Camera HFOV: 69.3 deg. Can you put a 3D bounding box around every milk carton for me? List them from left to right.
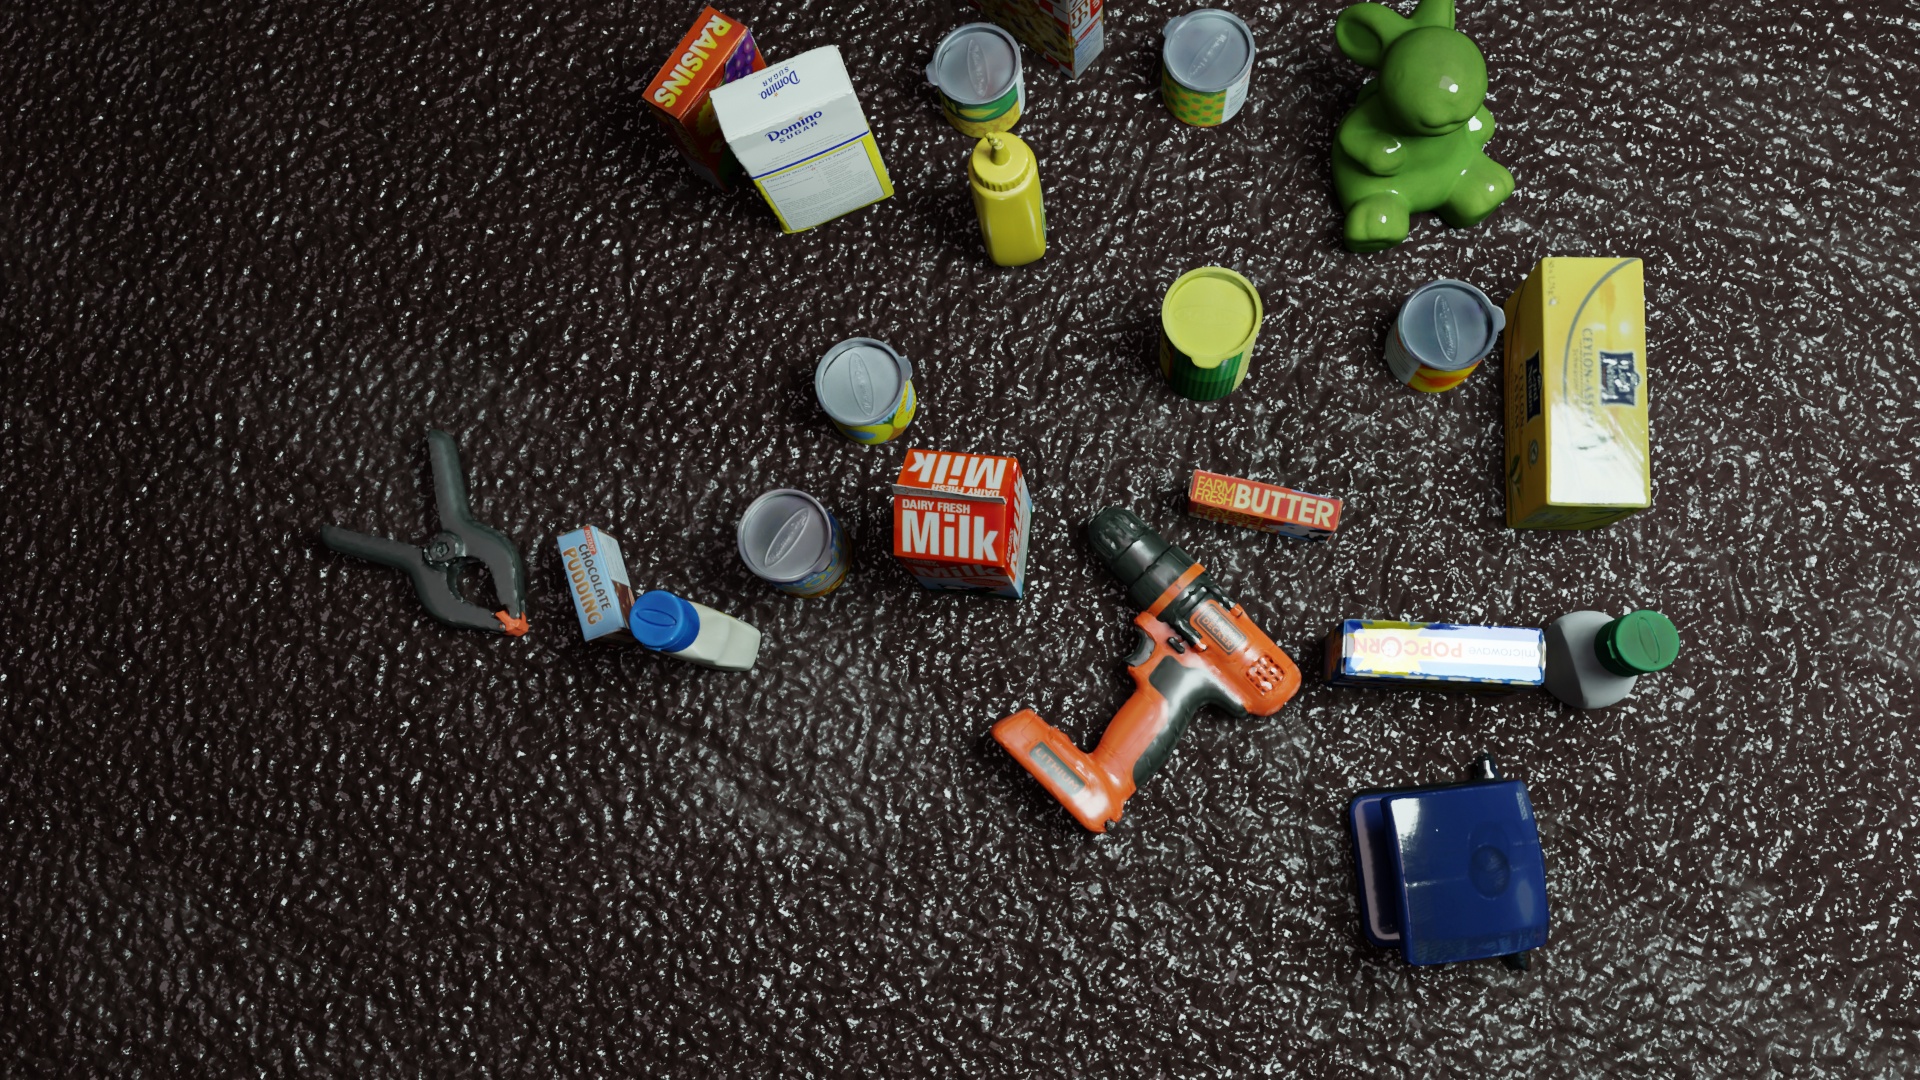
[{"bbox_3d":[0.003,-0.012,0.922,0.072,0.190,0.073,6,80,8],"label":"milk carton"}]

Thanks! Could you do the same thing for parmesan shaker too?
[{"bbox_3d":[0.172,-0.139,0.973,0.071,0.103,0.071,-1,79,6],"label":"parmesan shaker"}]

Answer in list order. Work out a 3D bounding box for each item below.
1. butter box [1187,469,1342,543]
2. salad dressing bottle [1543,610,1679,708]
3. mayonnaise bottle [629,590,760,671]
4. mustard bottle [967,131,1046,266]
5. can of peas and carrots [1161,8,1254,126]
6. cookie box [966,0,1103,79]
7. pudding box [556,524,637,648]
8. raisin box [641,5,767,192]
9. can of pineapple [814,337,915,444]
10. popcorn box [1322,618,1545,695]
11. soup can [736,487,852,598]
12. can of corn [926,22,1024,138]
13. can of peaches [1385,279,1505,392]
[{"bbox_3d":[0.211,-0.023,0.972,0.103,0.053,0.024,13,81,9],"label":"butter box"},{"bbox_3d":[0.409,0.072,0.882,0.044,0.147,0.064,-14,78,4],"label":"salad dressing bottle"},{"bbox_3d":[-0.184,0.062,0.949,0.065,0.148,0.041,13,81,9],"label":"mayonnaise bottle"},{"bbox_3d":[0.033,-0.247,0.981,0.049,0.160,0.065,-11,78,4],"label":"mustard bottle"},{"bbox_3d":[0.182,-0.353,1.038,0.071,0.058,0.071,-1,79,6],"label":"can of peas and carrots"},{"bbox_3d":[0.045,-0.423,1.011,0.123,0.167,0.040,40,86,12],"label":"cookie box"},{"bbox_3d":[-0.262,0.034,1.014,0.030,0.049,0.084,-20,77,2],"label":"pudding box"},{"bbox_3d":[-0.181,-0.327,1.039,0.040,0.123,0.086,34,85,11],"label":"raisin box"},{"bbox_3d":[-0.067,-0.108,1.017,0.071,0.058,0.071,-1,79,6],"label":"can of pineapple"},{"bbox_3d":[0.312,0.079,0.924,0.127,0.085,0.038,3,80,7],"label":"popcorn box"},{"bbox_3d":[-0.114,0.006,0.986,0.071,0.083,0.071,-1,79,6],"label":"soup can"},{"bbox_3d":[0.013,-0.348,1.055,0.071,0.058,0.071,-1,79,6],"label":"can of corn"},{"bbox_3d":[0.340,-0.143,0.979,0.071,0.058,0.071,-1,79,6],"label":"can of peaches"}]
